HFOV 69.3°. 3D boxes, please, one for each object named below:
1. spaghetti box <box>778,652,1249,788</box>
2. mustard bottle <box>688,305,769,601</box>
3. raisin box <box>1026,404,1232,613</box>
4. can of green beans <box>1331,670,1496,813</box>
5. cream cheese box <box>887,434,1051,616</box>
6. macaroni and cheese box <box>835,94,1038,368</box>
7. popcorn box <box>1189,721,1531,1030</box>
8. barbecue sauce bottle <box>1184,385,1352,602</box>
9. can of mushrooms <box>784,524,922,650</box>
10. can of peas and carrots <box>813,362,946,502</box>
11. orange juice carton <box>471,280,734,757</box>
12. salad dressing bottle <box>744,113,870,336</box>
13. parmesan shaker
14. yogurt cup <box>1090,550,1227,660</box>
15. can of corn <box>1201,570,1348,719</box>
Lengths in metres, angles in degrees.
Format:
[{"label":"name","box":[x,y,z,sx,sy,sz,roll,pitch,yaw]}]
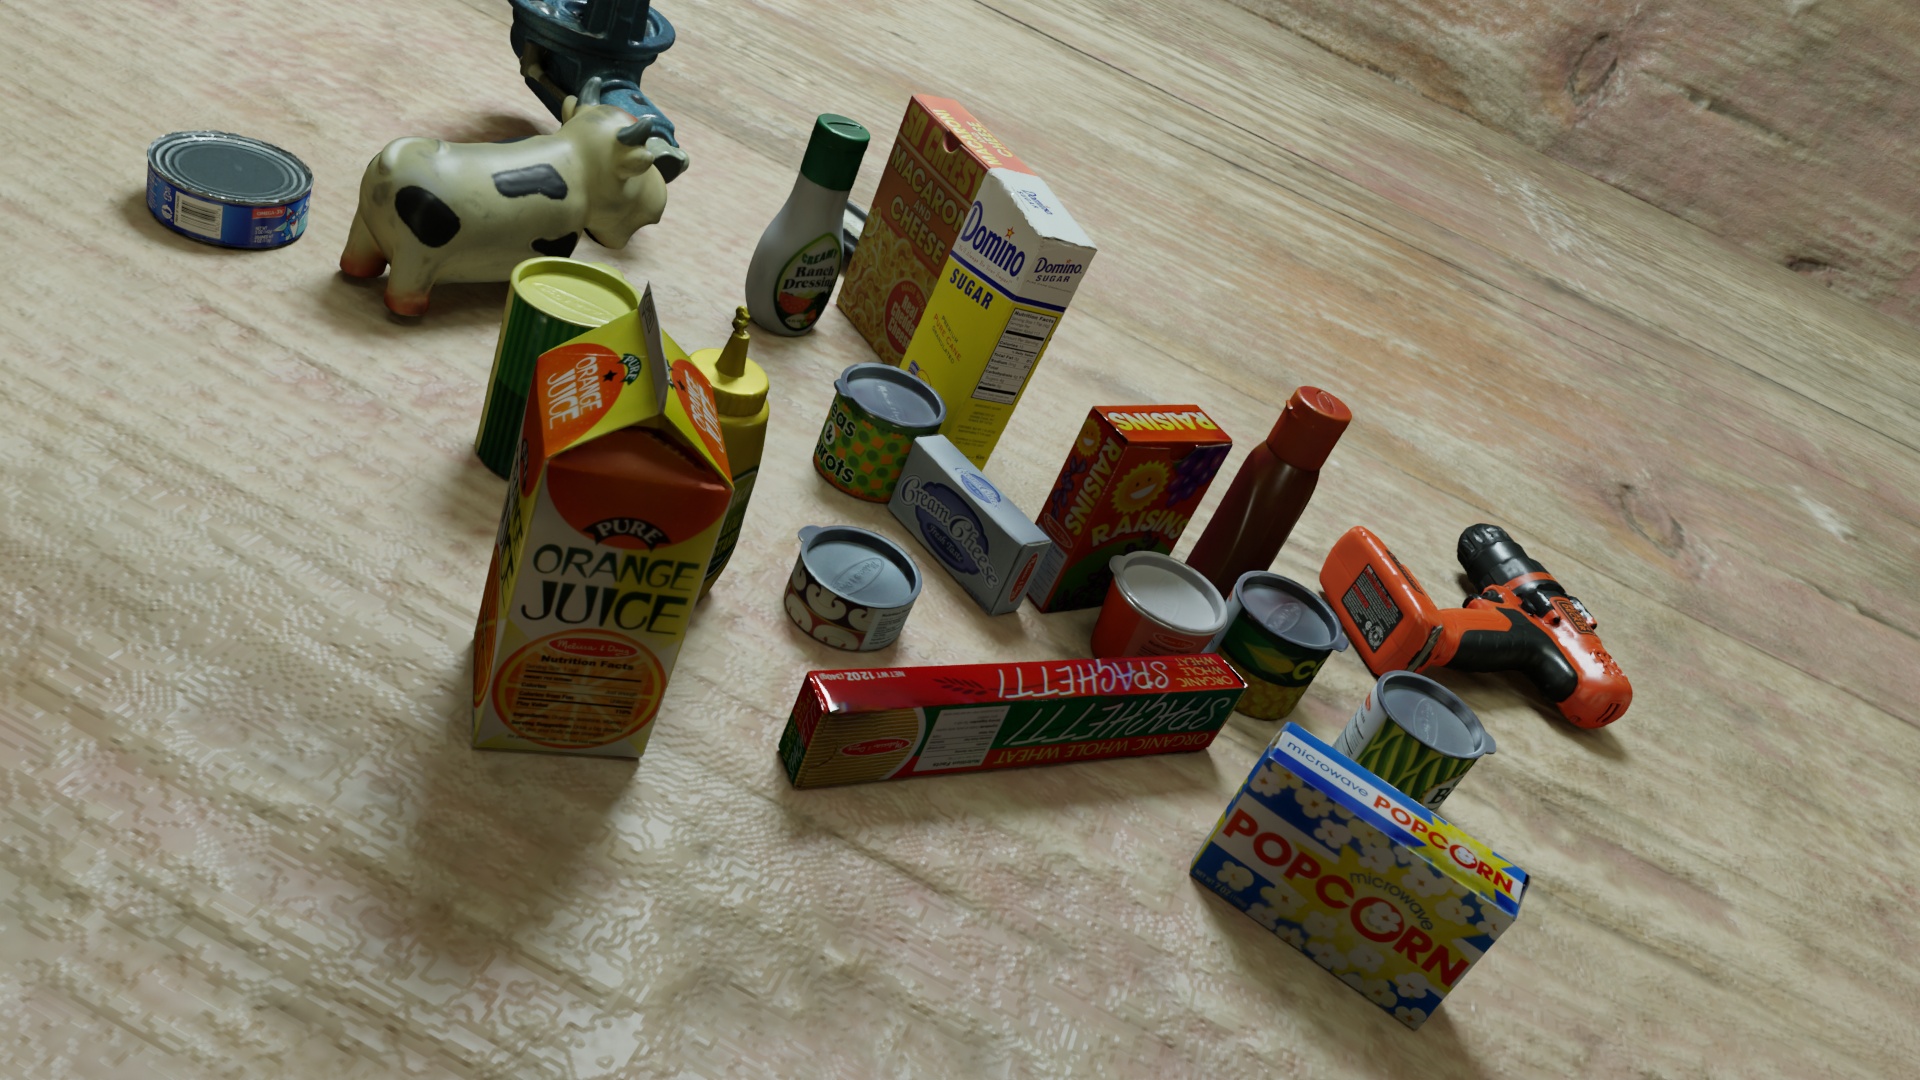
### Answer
[{"label":"spaghetti box","box":[0.034,0.085,0.679,0.250,0.050,0.029,1,39,-33]},{"label":"mustard bottle","box":[-0.122,-0.038,0.652,0.049,0.159,0.065,32,33,12]},{"label":"raisin box","box":[0.092,-0.018,0.799,0.086,0.122,0.040,-4,42,-37]},{"label":"can of green beans","box":[0.246,0.115,0.767,0.071,0.057,0.071,17,33,-11]},{"label":"cream cheese box","box":[0.003,-0.010,0.793,0.024,0.053,0.104,-11,46,-43]},{"label":"macaroni and cheese box","box":[-0.019,-0.200,0.949,0.040,0.165,0.124,-3,41,-37]},{"label":"popcorn box","box":[0.182,0.154,0.643,0.127,0.084,0.038,33,33,14]},{"label":"barbecue sauce bottle","box":[0.185,-0.024,0.845,0.044,0.147,0.065,19,32,-8]},{"label":"can of mushrooms","box":[-0.058,0.023,0.724,0.071,0.033,0.071,17,33,-11]},{"label":"can of peas and carrots","box":[-0.051,-0.065,0.832,0.071,0.058,0.071,17,33,-11]},{"label":"orange juice carton","box":[-0.144,-0.005,0.559,0.073,0.191,0.072,8,35,-24]},{"label":"salad dressing bottle","box":[-0.101,-0.209,0.927,0.064,0.147,0.044,-12,47,-43]},{"label":"parmesan shaker","box":[-0.207,-0.086,0.720,0.071,0.102,0.072,17,33,-11]},{"label":"yogurt cup","box":[0.108,0.047,0.779,0.072,0.053,0.073,17,33,-11]},{"label":"can of corn","box":[0.178,0.062,0.800,0.071,0.058,0.071,17,33,-11]}]
